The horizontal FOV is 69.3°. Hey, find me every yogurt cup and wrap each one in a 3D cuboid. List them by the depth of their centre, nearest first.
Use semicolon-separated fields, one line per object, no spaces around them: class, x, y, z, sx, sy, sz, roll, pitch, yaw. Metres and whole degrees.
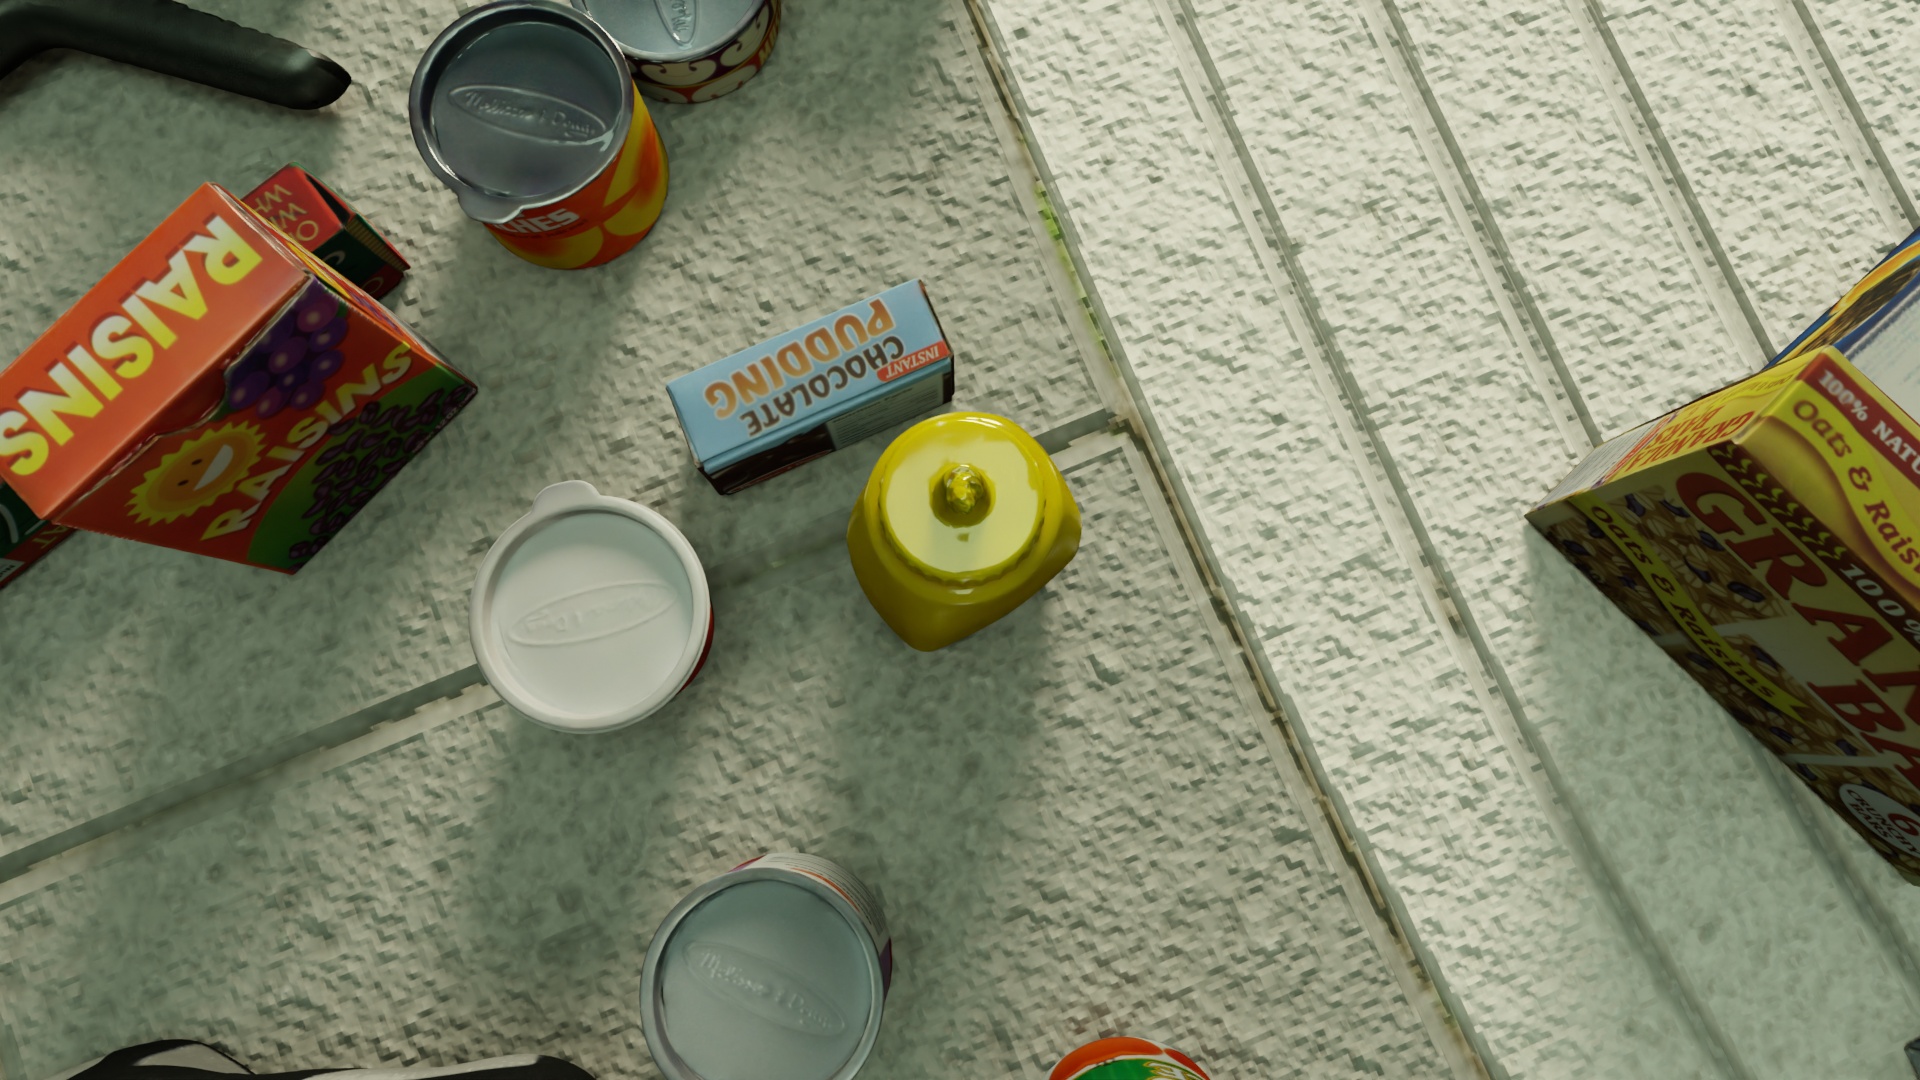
yogurt cup;-0.105;0.024;0.416;0.072;0.054;0.072;0;82;-1

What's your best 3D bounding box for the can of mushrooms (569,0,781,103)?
can of mushrooms;-0.091;-0.181;0.457;0.071;0.033;0.071;0;82;-1

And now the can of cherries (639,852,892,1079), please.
can of cherries;-0.055;0.127;0.400;0.071;0.058;0.071;0;82;0

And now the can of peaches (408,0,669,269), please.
can of peaches;-0.130;-0.123;0.435;0.071;0.058;0.071;0;82;0

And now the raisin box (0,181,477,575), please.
raisin box;-0.198;-0.038;0.389;0.040;0.123;0.086;44;84;5

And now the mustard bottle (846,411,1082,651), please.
mustard bottle;0.001;-0.005;0.368;0.065;0.160;0.049;-34;84;-5

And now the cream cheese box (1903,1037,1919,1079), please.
cream cheese box;0.340;0.140;0.404;0.104;0.053;0.024;-26;83;-4

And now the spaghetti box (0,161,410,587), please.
spaghetti box;-0.282;-0.023;0.423;0.250;0.050;0.029;-40;84;-6

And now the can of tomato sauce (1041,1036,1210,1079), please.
can of tomato sauce;0.052;0.177;0.381;0.071;0.083;0.071;0;82;0

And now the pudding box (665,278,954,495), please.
pudding box;-0.044;-0.046;0.429;0.084;0.049;0.030;-24;83;-4

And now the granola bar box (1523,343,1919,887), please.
granola bar box;0.254;0.029;0.384;0.039;0.124;0.165;-44;85;-6
